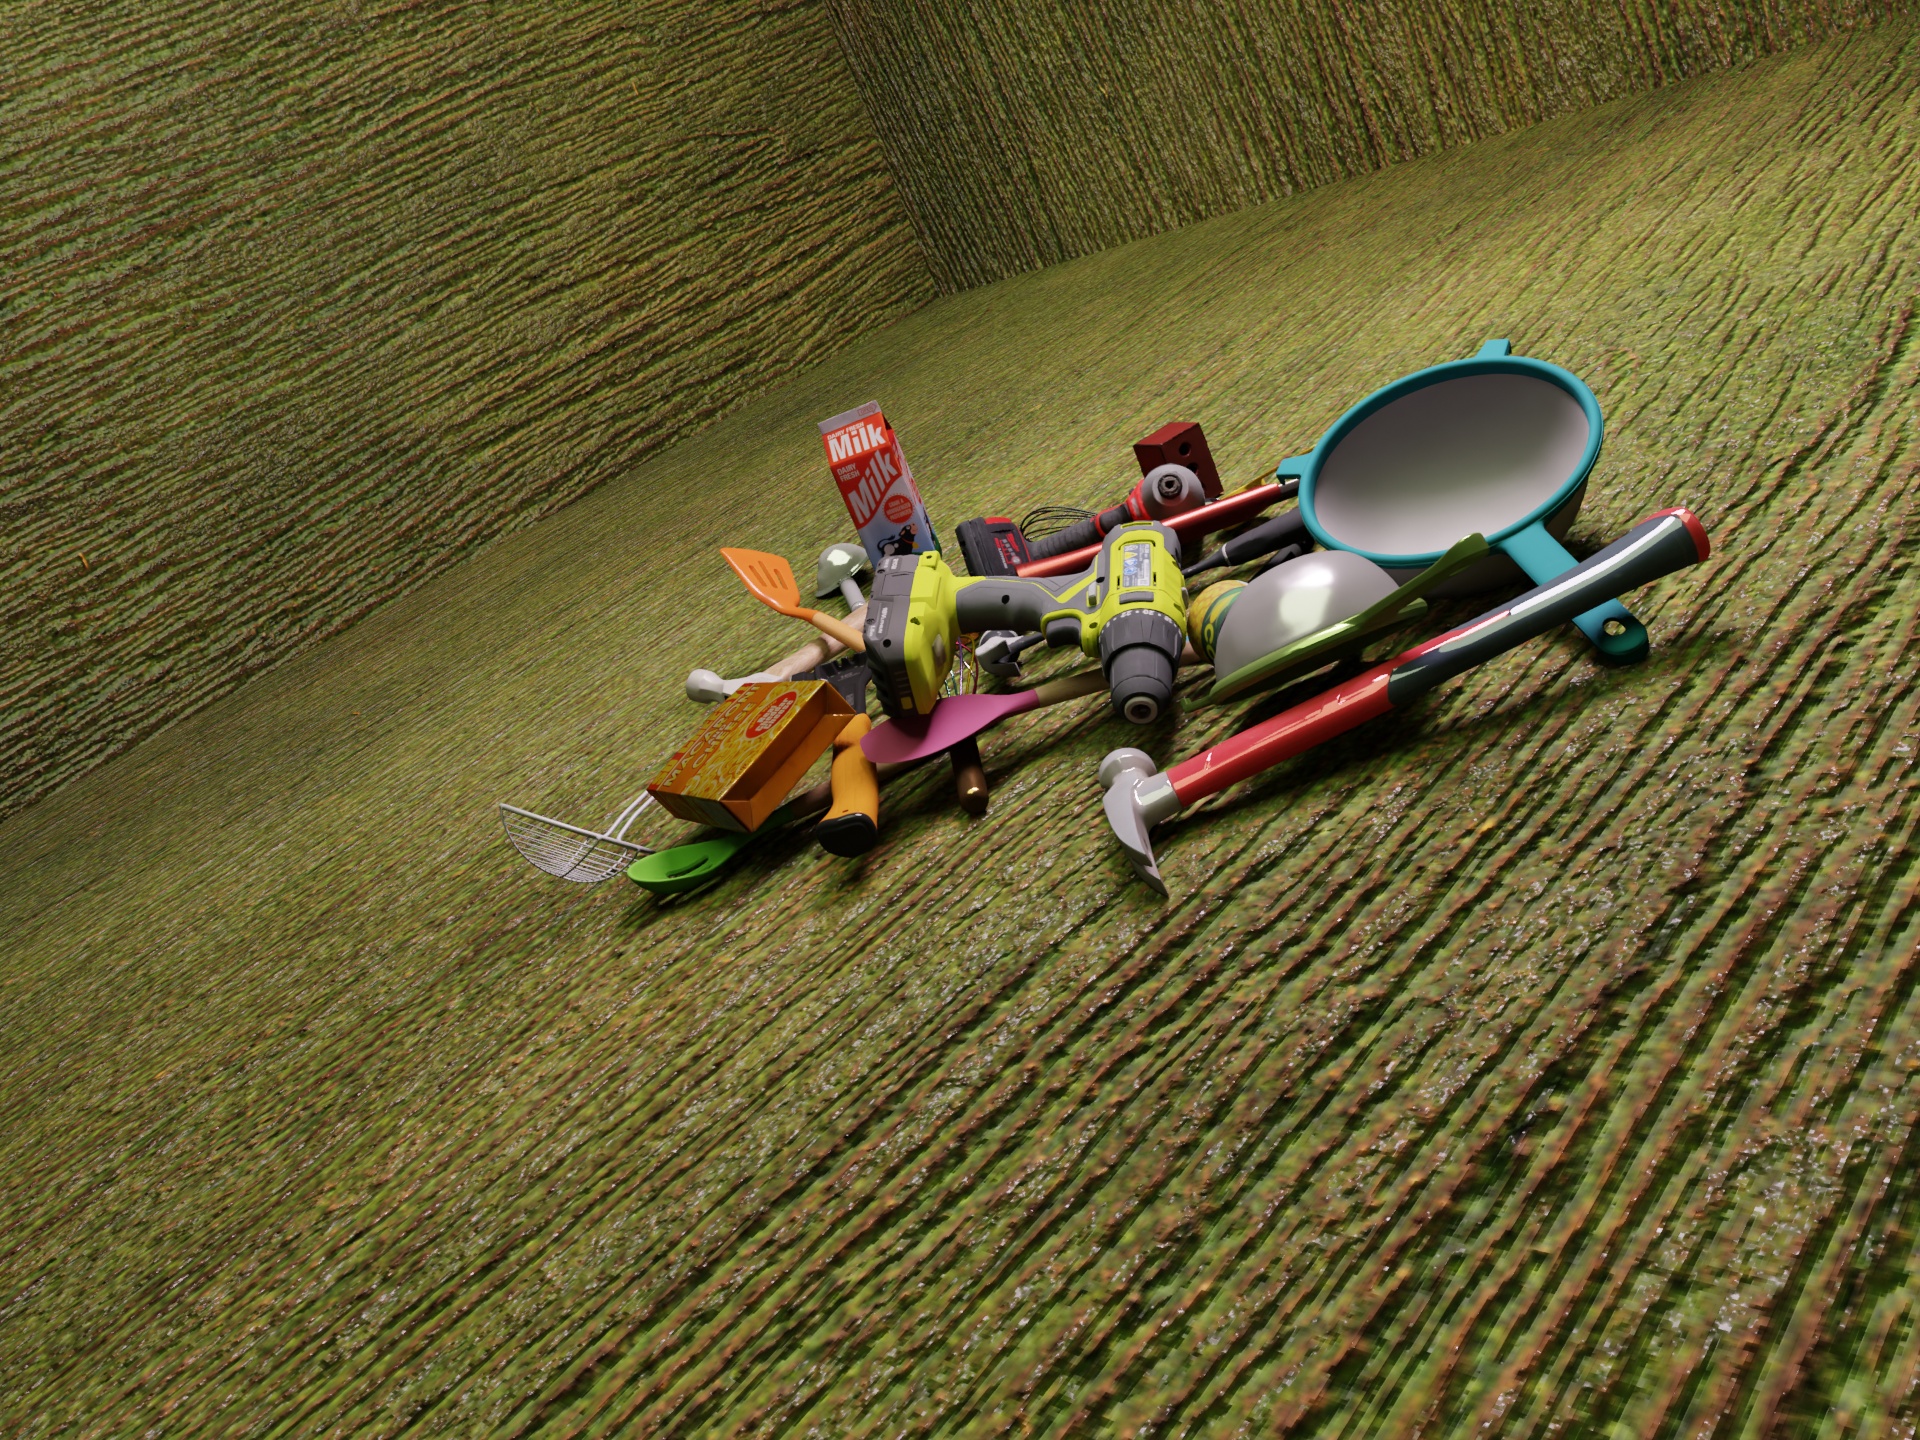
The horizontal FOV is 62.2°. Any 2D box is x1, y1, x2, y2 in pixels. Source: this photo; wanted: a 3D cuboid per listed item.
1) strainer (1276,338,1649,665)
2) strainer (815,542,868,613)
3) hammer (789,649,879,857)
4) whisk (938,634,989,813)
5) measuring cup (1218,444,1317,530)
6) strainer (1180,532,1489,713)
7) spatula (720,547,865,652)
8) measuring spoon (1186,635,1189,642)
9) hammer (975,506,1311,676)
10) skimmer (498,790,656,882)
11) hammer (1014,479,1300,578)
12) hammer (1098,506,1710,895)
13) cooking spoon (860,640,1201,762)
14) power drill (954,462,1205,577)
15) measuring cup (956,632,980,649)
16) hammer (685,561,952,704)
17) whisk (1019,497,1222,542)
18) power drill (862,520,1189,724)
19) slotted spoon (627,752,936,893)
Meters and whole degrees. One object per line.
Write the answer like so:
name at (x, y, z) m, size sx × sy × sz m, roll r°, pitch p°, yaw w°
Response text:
strainer at (0.374, -0.120, 1.093) m, size 0.211 × 0.095 × 0.341 m, roll -30°, pitch 40°, yaw 6°
strainer at (-0.125, -0.153, 1.761) m, size 0.087 × 0.050 × 0.259 m, roll -39°, pitch 23°, yaw 4°
hammer at (-0.075, 0.014, 1.231) m, size 0.127 × 0.034 × 0.337 m, roll -19°, pitch 22°, yaw 4°
whisk at (-0.001, -0.005, 1.216) m, size 0.047 × 0.051 × 0.245 m, roll -11°, pitch 31°, yaw -1°
measuring cup at (0.278, -0.207, 1.402) m, size 0.062 × 0.029 × 0.156 m, roll -28°, pitch 0°, yaw -31°
strainer at (0.237, -0.083, 0.992) m, size 0.151 × 0.069 × 0.256 m, roll -20°, pitch -9°, yaw -22°
spatula at (-0.118, -0.096, 1.492) m, size 0.081 × 0.041 × 0.323 m, roll 4°, pitch 18°, yaw -42°
measuring spoon at (0.166, -0.052, 1.236) m, size 0.129 × 0.021 × 0.042 m, roll 9°, pitch 34°, yaw 40°
hammer at (0.200, -0.127, 1.276) m, size 0.409 × 0.036 × 0.149 m, roll -24°, pitch 7°, yaw 7°
skimmer at (-0.259, 0.032, 1.370) m, size 0.127 × 0.090 × 0.363 m, roll 15°, pitch 31°, yaw 15°
hammer at (0.219, -0.174, 1.328) m, size 0.359 × 0.037 × 0.149 m, roll -19°, pitch -10°, yaw 2°
hammer at (0.265, -0.018, 0.950) m, size 0.386 × 0.038 × 0.143 m, roll -27°, pitch 21°, yaw 8°
cooking spoon at (0.080, -0.023, 1.170) m, size 0.319 × 0.017 × 0.069 m, roll -17°, pitch 31°, yaw -8°
power drill at (0.114, -0.168, 1.427) m, size 0.219 × 0.078 × 0.143 m, roll -19°, pitch -7°, yaw 7°
measuring cup at (-0.003, -0.118, 1.516) m, size 0.095 × 0.052 × 0.174 m, roll -2°, pitch 31°, yaw 45°
hammer at (-0.109, -0.084, 1.546) m, size 0.130 × 0.031 × 0.331 m, roll 14°, pitch 34°, yaw 31°
whisk at (0.156, -0.191, 1.545) m, size 0.239 × 0.055 × 0.055 m, roll -4°, pitch 28°, yaw 33°
power drill at (0.051, -0.062, 1.153) m, size 0.228 × 0.080 × 0.191 m, roll -4°, pitch 41°, yaw 11°
slotted spoon at (-0.107, 0.060, 1.229) m, size 0.314 × 0.031 × 0.070 m, roll -26°, pitch 21°, yaw -13°
